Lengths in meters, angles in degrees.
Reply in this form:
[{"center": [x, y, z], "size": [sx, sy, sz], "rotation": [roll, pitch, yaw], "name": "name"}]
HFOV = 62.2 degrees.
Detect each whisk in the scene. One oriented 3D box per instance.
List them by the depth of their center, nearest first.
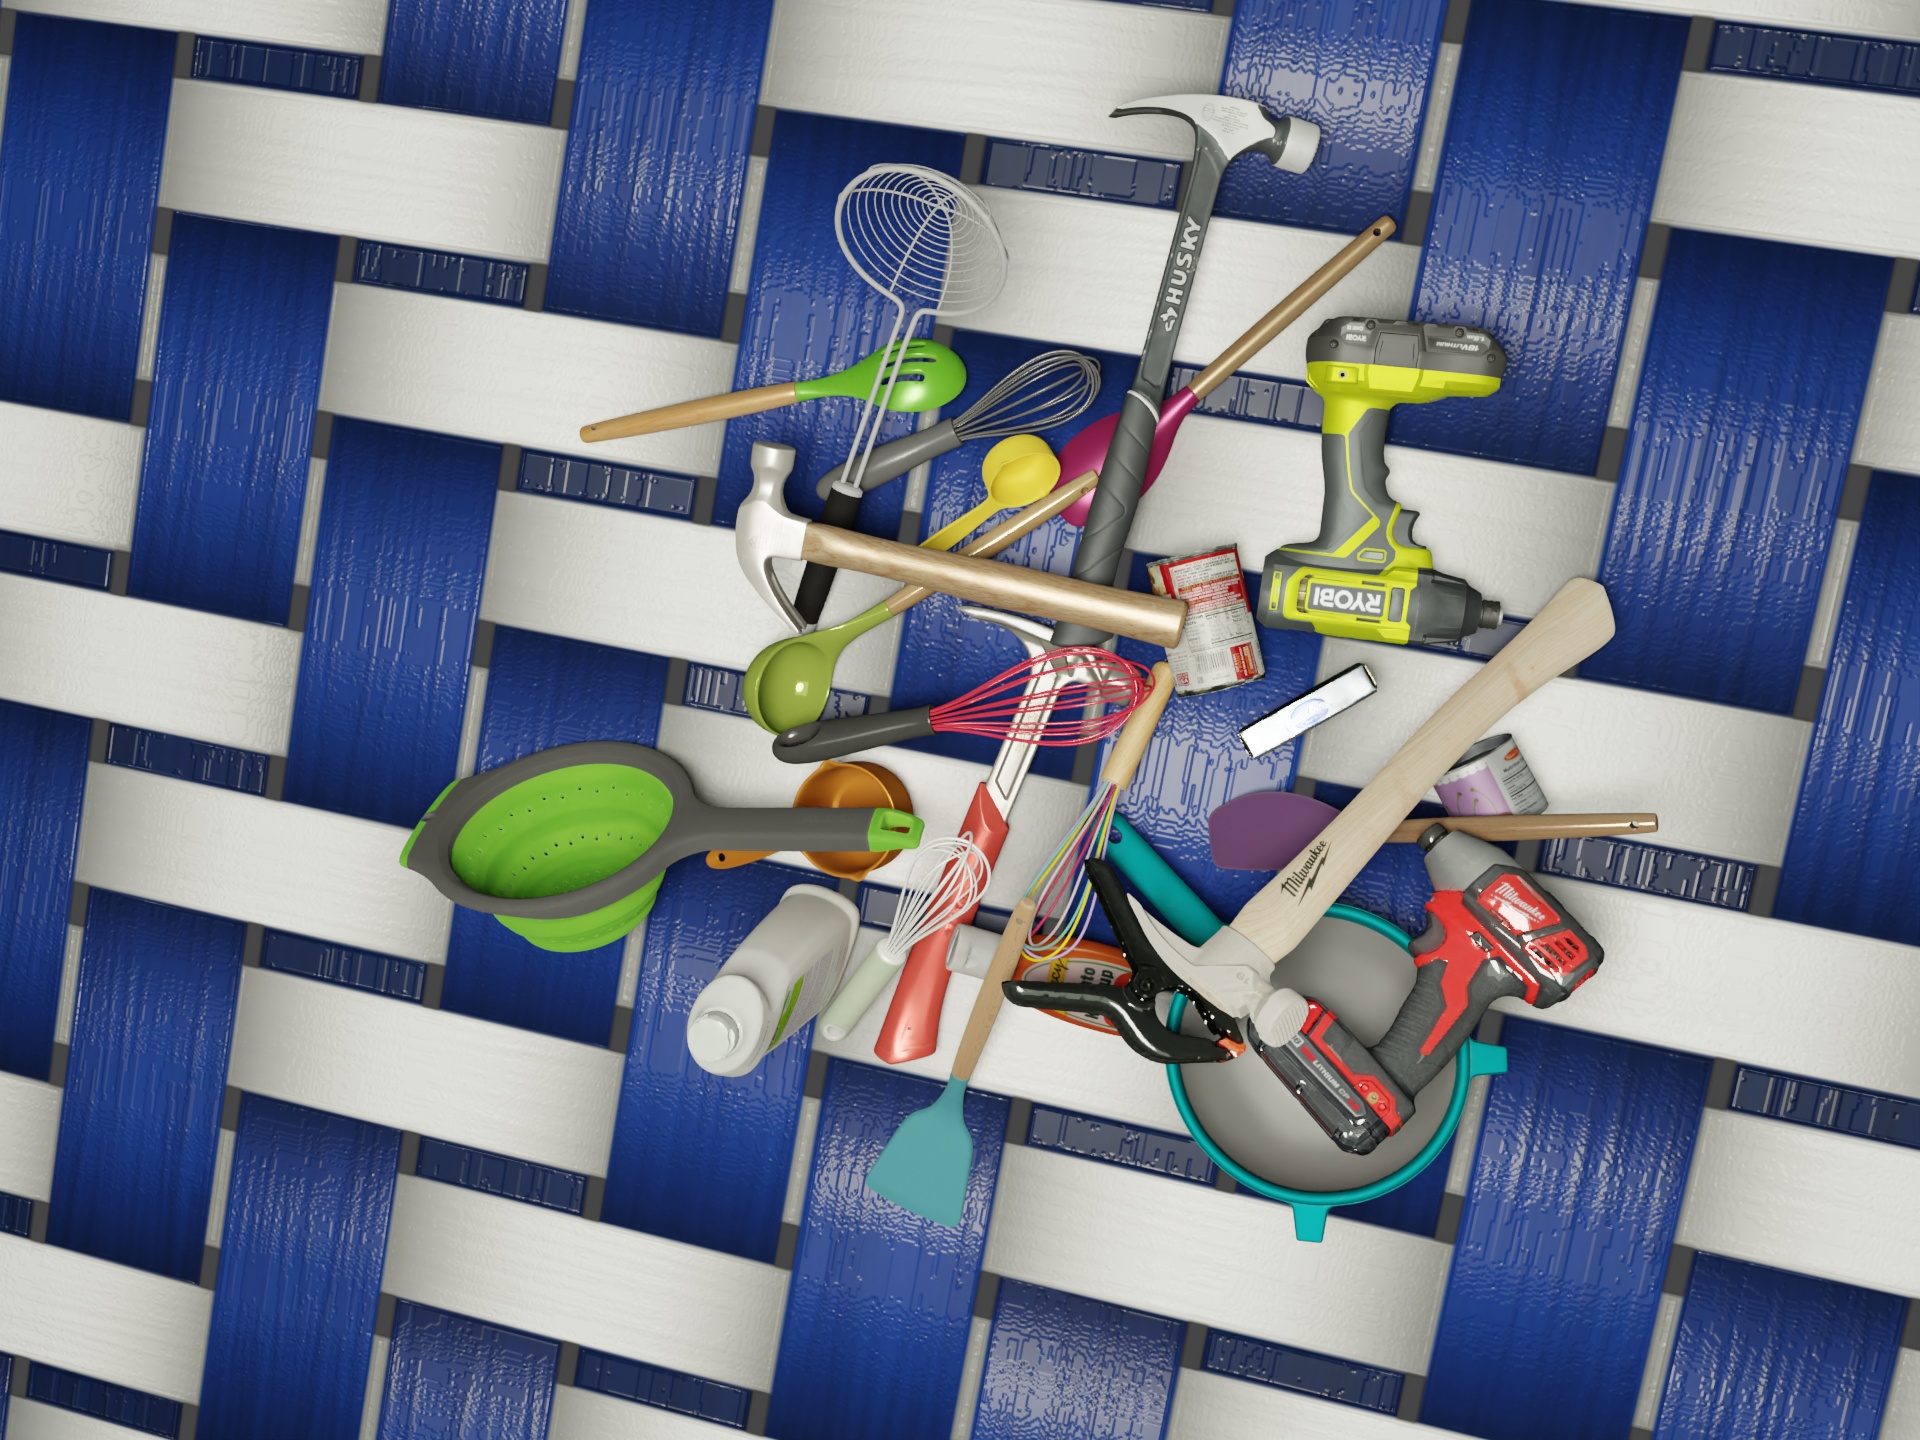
[{"center": [-0.002, -0.004, 1.173], "size": [0.296, 0.073, 0.073], "rotation": [-10, 92, 14], "name": "whisk"}, {"center": [0.101, 0.065, 1.182], "size": [0.051, 0.047, 0.245], "rotation": [29, 80, -15], "name": "whisk"}, {"center": [-0.048, 0.168, 1.194], "size": [0.057, 0.059, 0.246], "rotation": [28, 127, -9], "name": "whisk"}, {"center": [-0.003, -0.219, 1.205], "size": [0.239, 0.055, 0.055], "rotation": [-21, 90, 15], "name": "whisk"}]

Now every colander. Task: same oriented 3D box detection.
[{"center": [-0.218, 0.110, 1.210], "size": [0.397, 0.205, 0.094], "rotation": [0, 125, 12], "name": "colander"}]

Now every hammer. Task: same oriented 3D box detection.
[{"center": [0.300, 0.038, 1.104], "size": [0.410, 0.038, 0.146], "rotation": [-42, 50, -13], "name": "hammer"}, {"center": [-0.002, -0.102, 1.146], "size": [0.331, 0.031, 0.130], "rotation": [14, 106, 6], "name": "hammer"}, {"center": [0.133, -0.249, 1.152], "size": [0.149, 0.036, 0.409], "rotation": [14, 96, -8], "name": "hammer"}, {"center": [0.004, 0.096, 1.227], "size": [0.149, 0.036, 0.359], "rotation": [23, 97, 7], "name": "hammer"}]

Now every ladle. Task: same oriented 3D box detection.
[{"center": [-0.028, -0.091, 1.204], "size": [0.320, 0.078, 0.062], "rotation": [-32, 47, 9], "name": "ladle"}]

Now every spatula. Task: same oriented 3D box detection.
[{"center": [0.325, 0.076, 1.132], "size": [0.316, 0.018, 0.060], "rotation": [-4, 94, 30], "name": "spatula"}, {"center": [0.005, 0.256, 1.198], "size": [0.082, 0.044, 0.317], "rotation": [24, 125, 9], "name": "spatula"}]

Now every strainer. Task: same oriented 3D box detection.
[{"center": [0.218, 0.200, 1.180], "size": [0.211, 0.095, 0.341], "rotation": [-42, 67, -1], "name": "strainer"}]

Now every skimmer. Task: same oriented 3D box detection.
[{"center": [-0.070, -0.217, 1.148], "size": [0.127, 0.090, 0.363], "rotation": [22, 113, 2], "name": "skimmer"}]

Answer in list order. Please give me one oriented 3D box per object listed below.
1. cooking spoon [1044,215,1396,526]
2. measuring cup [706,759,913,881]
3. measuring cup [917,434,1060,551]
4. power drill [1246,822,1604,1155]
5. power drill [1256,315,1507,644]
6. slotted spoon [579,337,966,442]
[{"center": [0.192, -0.261, 1.180], "size": [0.319, 0.017, 0.069], "rotation": [-40, 87, 11], "name": "cooking spoon"}, {"center": [-0.116, 0.086, 1.242], "size": [0.173, 0.052, 0.095], "rotation": [-18, 86, 24], "name": "measuring cup"}, {"center": [0.006, -0.163, 1.209], "size": [0.156, 0.062, 0.029], "rotation": [-34, 57, 23], "name": "measuring cup"}, {"center": [0.306, 0.177, 1.075], "size": [0.219, 0.078, 0.143], "rotation": [-40, 68, -3], "name": "power drill"}, {"center": [0.312, -0.168, 1.140], "size": [0.171, 0.080, 0.223], "rotation": [8, 99, 10], "name": "power drill"}, {"center": [-0.150, -0.248, 1.231], "size": [0.314, 0.031, 0.070], "rotation": [-8, 61, 13], "name": "slotted spoon"}]
